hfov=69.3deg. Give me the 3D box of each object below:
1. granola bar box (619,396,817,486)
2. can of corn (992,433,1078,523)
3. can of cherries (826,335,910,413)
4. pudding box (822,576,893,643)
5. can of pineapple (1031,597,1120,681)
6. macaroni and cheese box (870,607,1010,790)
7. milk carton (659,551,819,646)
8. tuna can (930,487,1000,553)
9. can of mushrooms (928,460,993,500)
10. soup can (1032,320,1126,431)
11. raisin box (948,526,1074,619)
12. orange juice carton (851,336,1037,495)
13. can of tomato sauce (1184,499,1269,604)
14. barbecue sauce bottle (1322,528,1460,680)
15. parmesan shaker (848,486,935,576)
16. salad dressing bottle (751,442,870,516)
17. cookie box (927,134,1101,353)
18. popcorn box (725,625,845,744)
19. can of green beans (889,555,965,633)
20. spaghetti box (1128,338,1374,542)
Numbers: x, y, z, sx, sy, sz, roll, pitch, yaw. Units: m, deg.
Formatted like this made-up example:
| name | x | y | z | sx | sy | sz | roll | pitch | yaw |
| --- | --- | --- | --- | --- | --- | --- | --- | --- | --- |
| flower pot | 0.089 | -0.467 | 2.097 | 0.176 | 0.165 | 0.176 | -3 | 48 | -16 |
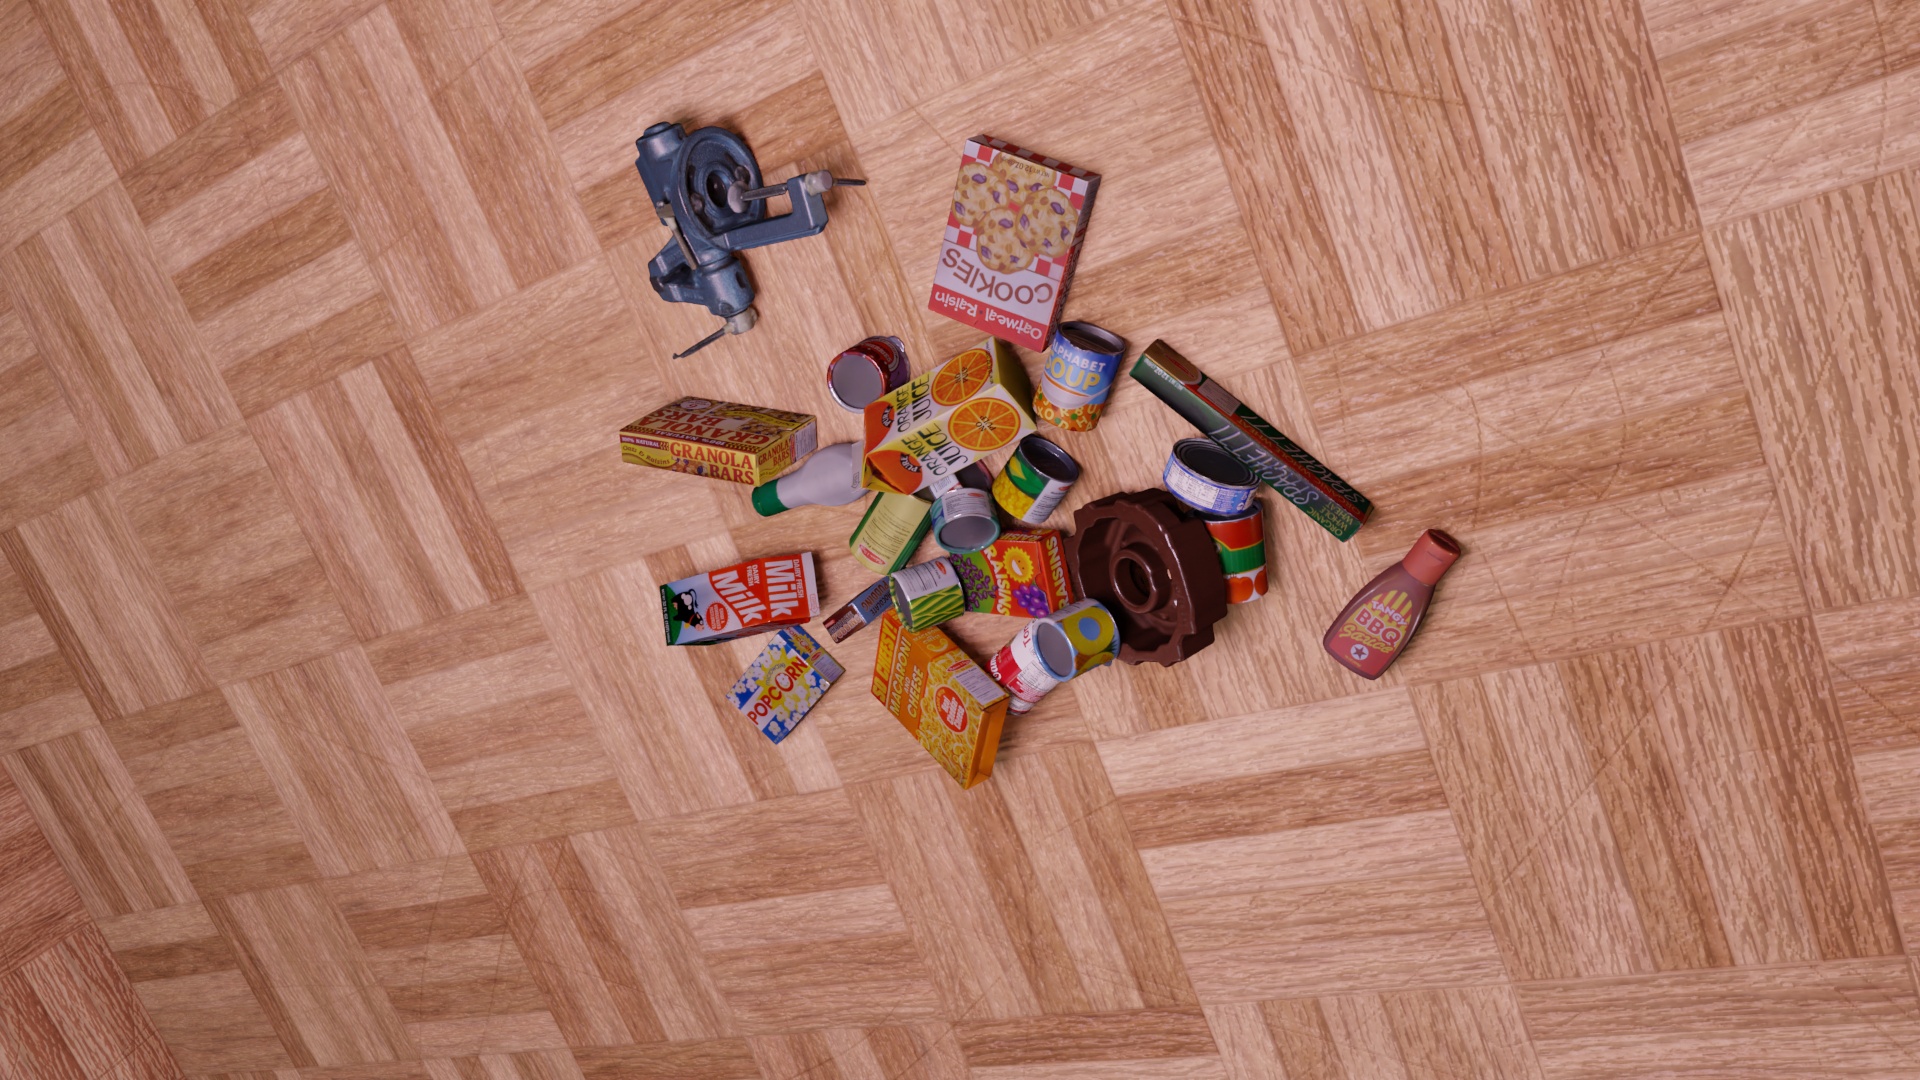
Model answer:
| name | x | y | z | sx | sy | sz | roll | pitch | yaw |
| --- | --- | --- | --- | --- | --- | --- | --- | --- | --- |
| granola bar box | -0.251 | -0.106 | 1.449 | 0.165 | 0.125 | 0.039 | 10 | 116 | 21 |
| can of corn | 0.071 | -0.060 | 1.351 | 0.071 | 0.071 | 0.058 | 38 | 122 | 7 |
| can of cherries | -0.091 | -0.168 | 1.386 | 0.071 | 0.059 | 0.071 | 10 | 115 | 22 |
| pudding box | -0.104 | 0.073 | 1.477 | 0.049 | 0.084 | 0.030 | -33 | 94 | 33 |
| can of pineapple | 0.111 | 0.097 | 1.330 | 0.071 | 0.058 | 0.070 | 35 | 136 | 43 |
| macaroni and cheese box | -0.024 | 0.162 | 1.457 | 0.167 | 0.040 | 0.123 | 42 | 137 | 33 |
| milk carton | -0.235 | 0.066 | 1.531 | 0.190 | 0.073 | 0.072 | -15 | 79 | 29 |
| tuna can | 0.005 | -0.017 | 1.354 | 0.071 | 0.033 | 0.070 | -6 | 143 | -5 |
| can of mushrooms | 0.002 | -0.058 | 1.386 | 0.033 | 0.071 | 0.071 | -36 | 93 | 31 |
| soup can | 0.108 | -0.152 | 1.291 | 0.071 | 0.072 | 0.083 | 26 | 120 | 14 |
| raisin box | 0.049 | 0.031 | 1.394 | 0.123 | 0.040 | 0.086 | 3 | 113 | 42 |
| orange juice carton | -0.027 | -0.110 | 1.339 | 0.192 | 0.072 | 0.073 | -26 | 133 | 21 |
| can of tomato sauce | 0.249 | 0.010 | 1.293 | 0.071 | 0.071 | 0.082 | 0 | 111 | 25 |
| barbecue sauce bottle | 0.394 | 0.056 | 1.258 | 0.065 | 0.044 | 0.147 | 35 | 121 | 9 |
| parmesan shaker | -0.061 | -0.021 | 1.430 | 0.071 | 0.071 | 0.102 | 38 | 121 | 7 |
| salad dressing bottle | -0.156 | -0.060 | 1.472 | 0.147 | 0.044 | 0.064 | -16 | 109 | 31 |
| cookie box | 0.047 | -0.274 | 1.287 | 0.123 | 0.040 | 0.166 | 23 | 119 | 15 |
| popcorn box | -0.202 | 0.164 | 1.589 | 0.085 | 0.038 | 0.126 | 44 | 122 | 4 |
| can of green beans | -0.035 | 0.056 | 1.427 | 0.071 | 0.058 | 0.071 | 162 | 89 | -73 |
| spaghetti box | 0.262 | -0.091 | 1.256 | 0.250 | 0.050 | 0.028 | 39 | 124 | 6 |
